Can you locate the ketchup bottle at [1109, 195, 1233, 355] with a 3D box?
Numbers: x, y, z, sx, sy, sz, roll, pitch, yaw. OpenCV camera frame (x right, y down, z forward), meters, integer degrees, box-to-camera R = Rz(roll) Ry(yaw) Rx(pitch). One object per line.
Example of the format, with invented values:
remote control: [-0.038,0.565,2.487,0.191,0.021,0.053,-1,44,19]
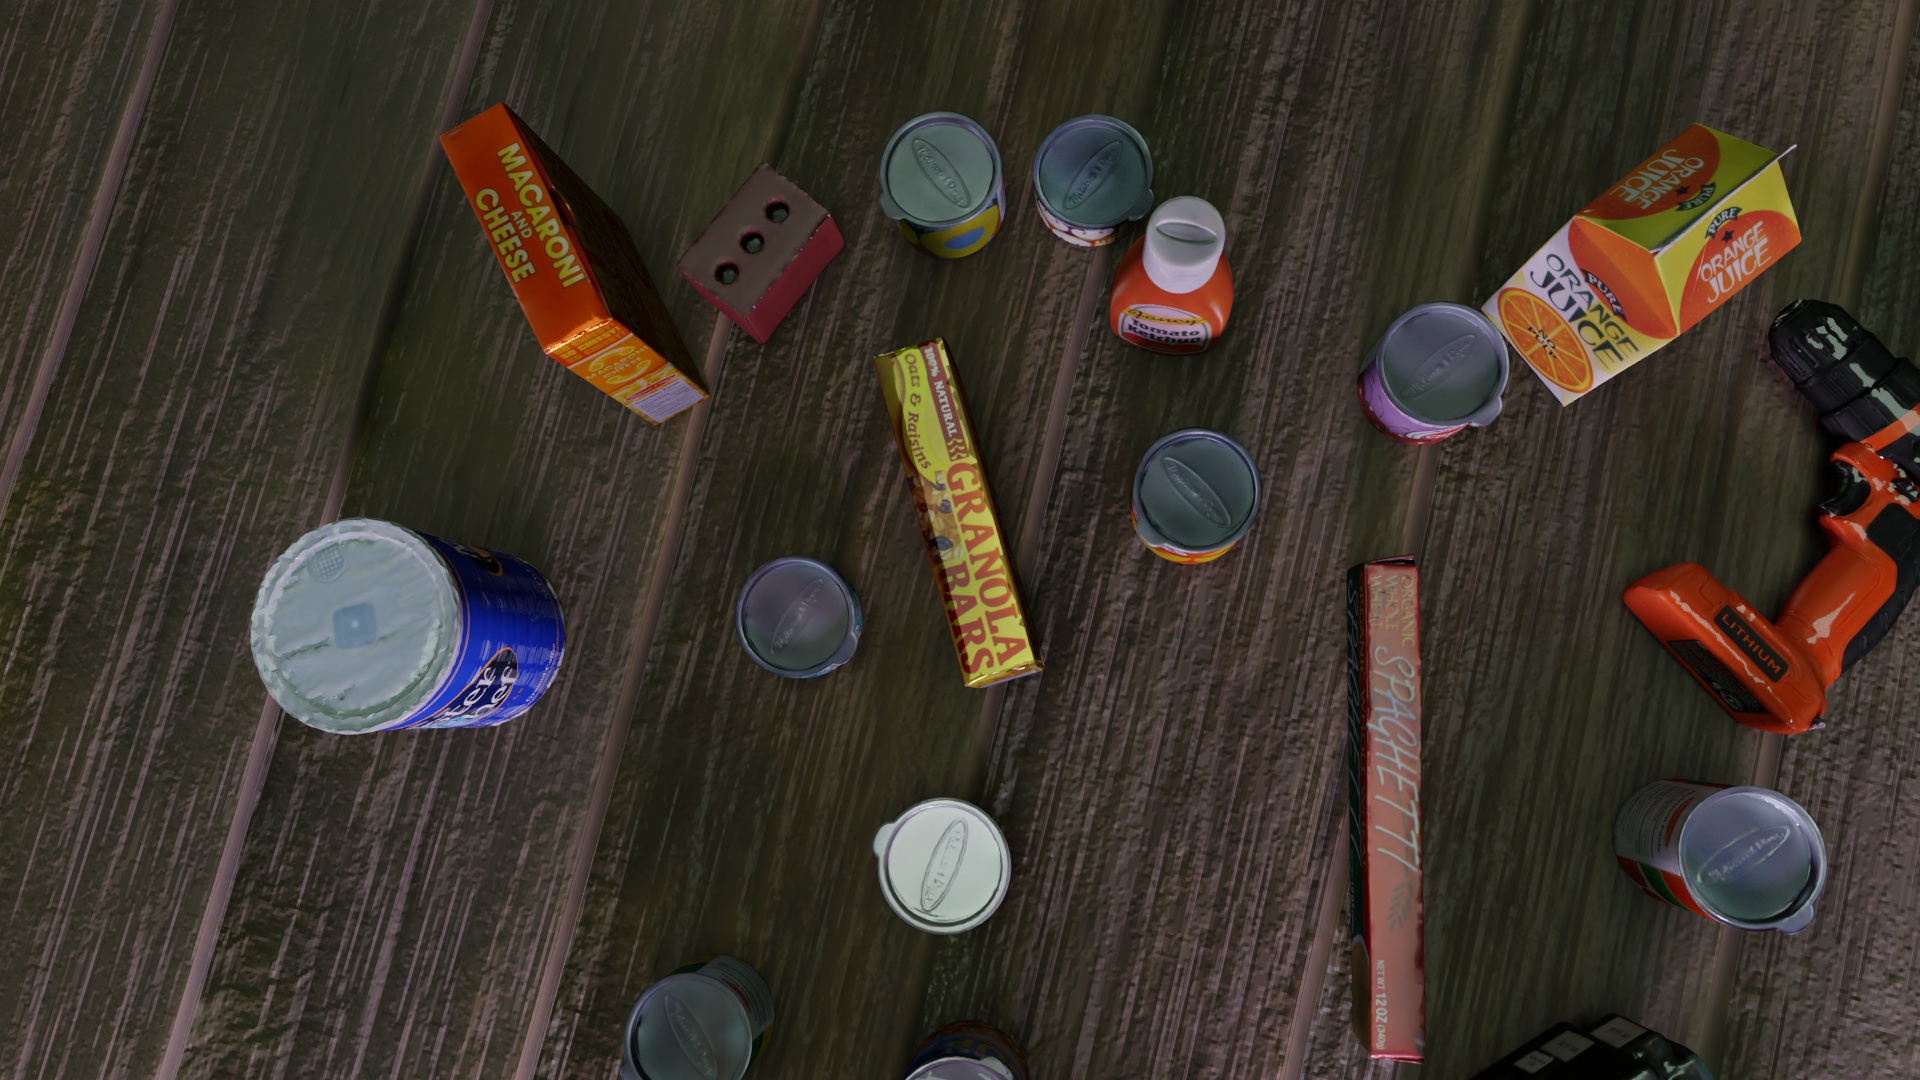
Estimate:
ketchup bottle: [0.109,-0.134,0.709,0.065,0.148,0.043,11,84,6]

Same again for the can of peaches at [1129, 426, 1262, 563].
can of peaches: [0.122,-0.021,0.739,0.071,0.058,0.071,-1,83,5]

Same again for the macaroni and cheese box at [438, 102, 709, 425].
macaroni and cheese box: [-0.195,-0.138,0.726,0.040,0.166,0.124,-28,82,1]

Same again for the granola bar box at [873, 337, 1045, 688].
granola bar box: [0.003,-0.009,0.714,0.039,0.124,0.165,-16,82,3]

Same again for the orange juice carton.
orange juice carton: [0.327,-0.132,0.668,0.072,0.192,0.073,-37,82,0]

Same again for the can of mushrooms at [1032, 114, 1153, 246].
can of mushrooms: [0.076,-0.199,0.779,0.071,0.033,0.071,-1,83,5]

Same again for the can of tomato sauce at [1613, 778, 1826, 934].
can of tomato sauce: [0.371,0.153,0.683,0.071,0.083,0.071,-1,83,5]

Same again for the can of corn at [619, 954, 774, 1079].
can of corn: [-0.137,0.255,0.724,0.071,0.058,0.071,-1,83,5]

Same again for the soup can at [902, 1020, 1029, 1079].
soup can: [0.003,0.281,0.696,0.071,0.083,0.071,-1,83,5]

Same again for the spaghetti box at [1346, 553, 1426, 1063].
spaghetti box: [0.219,0.133,0.715,0.029,0.050,0.250,1,83,5]

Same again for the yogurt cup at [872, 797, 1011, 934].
yogurt cup: [-0.006,0.167,0.727,0.072,0.054,0.072,-1,83,5]

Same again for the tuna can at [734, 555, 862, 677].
tuna can: [-0.086,0.044,0.761,0.071,0.033,0.071,-1,83,5]

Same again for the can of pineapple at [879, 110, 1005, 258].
can of pineapple: [-0.010,-0.196,0.773,0.071,0.058,0.071,-1,83,5]

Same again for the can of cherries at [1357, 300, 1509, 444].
can of cherries: [0.250,-0.085,0.736,0.071,0.058,0.071,-1,83,5]
